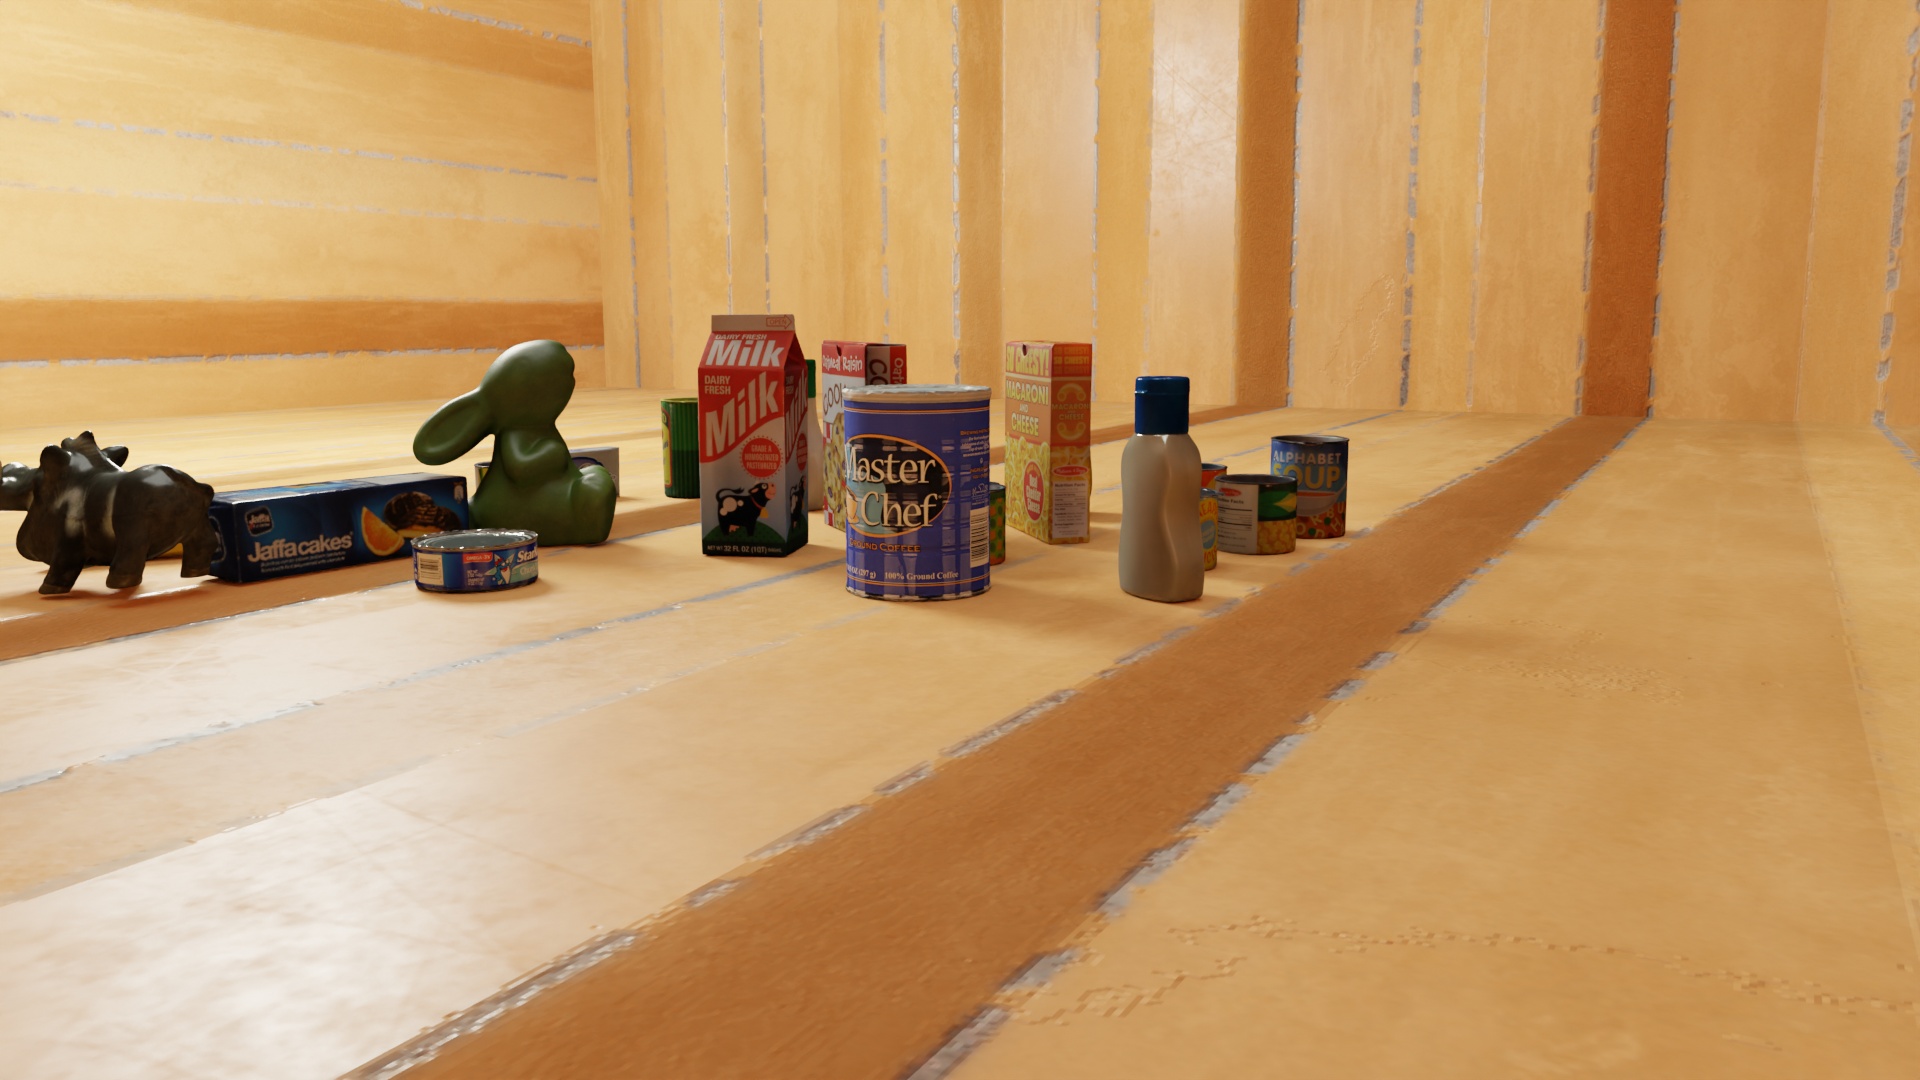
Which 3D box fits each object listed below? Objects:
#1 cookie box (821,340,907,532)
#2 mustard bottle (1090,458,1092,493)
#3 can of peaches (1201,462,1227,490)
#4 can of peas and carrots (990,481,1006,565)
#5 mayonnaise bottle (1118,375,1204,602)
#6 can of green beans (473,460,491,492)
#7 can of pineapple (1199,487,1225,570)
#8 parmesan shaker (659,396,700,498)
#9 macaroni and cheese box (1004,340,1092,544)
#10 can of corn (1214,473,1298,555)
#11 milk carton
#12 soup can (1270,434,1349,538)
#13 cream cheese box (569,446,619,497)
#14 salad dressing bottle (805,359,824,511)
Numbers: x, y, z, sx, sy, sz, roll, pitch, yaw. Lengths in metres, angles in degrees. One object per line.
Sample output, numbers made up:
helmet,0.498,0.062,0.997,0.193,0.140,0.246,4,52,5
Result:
cookie box,-0.085,-0.090,1.209,0.040,0.167,0.123,-4,10,-23
mustard bottle,0.091,-0.104,1.314,0.065,0.160,0.049,-5,10,-27
can of peaches,0.199,-0.037,1.218,0.071,0.058,0.071,0,9,0
can of peas and carrots,0.004,-0.013,1.076,0.071,0.058,0.071,0,9,0
mayonnaise bottle,0.135,-0.036,0.931,0.041,0.147,0.065,-6,10,-32
can of green beans,-0.408,-0.042,1.268,0.071,0.057,0.071,0,9,0
can of pineapple,0.163,-0.009,1.048,0.071,0.057,0.071,0,9,0
parmesan shaker,-0.283,-0.099,1.472,0.071,0.103,0.071,0,9,0
macaroni and cheese box,0.073,-0.088,1.200,0.040,0.166,0.124,-3,9,-16
can of corn,0.241,-0.022,1.124,0.071,0.058,0.071,0,9,0
milk carton,-0.166,-0.086,1.118,0.072,0.190,0.073,1,9,8
soup can,0.299,-0.047,1.196,0.071,0.083,0.071,0,9,0
cream cheese box,-0.402,-0.067,1.437,0.104,0.053,0.024,-9,12,-44
salad dressing bottle,-0.158,-0.104,1.361,0.064,0.147,0.044,5,10,31
